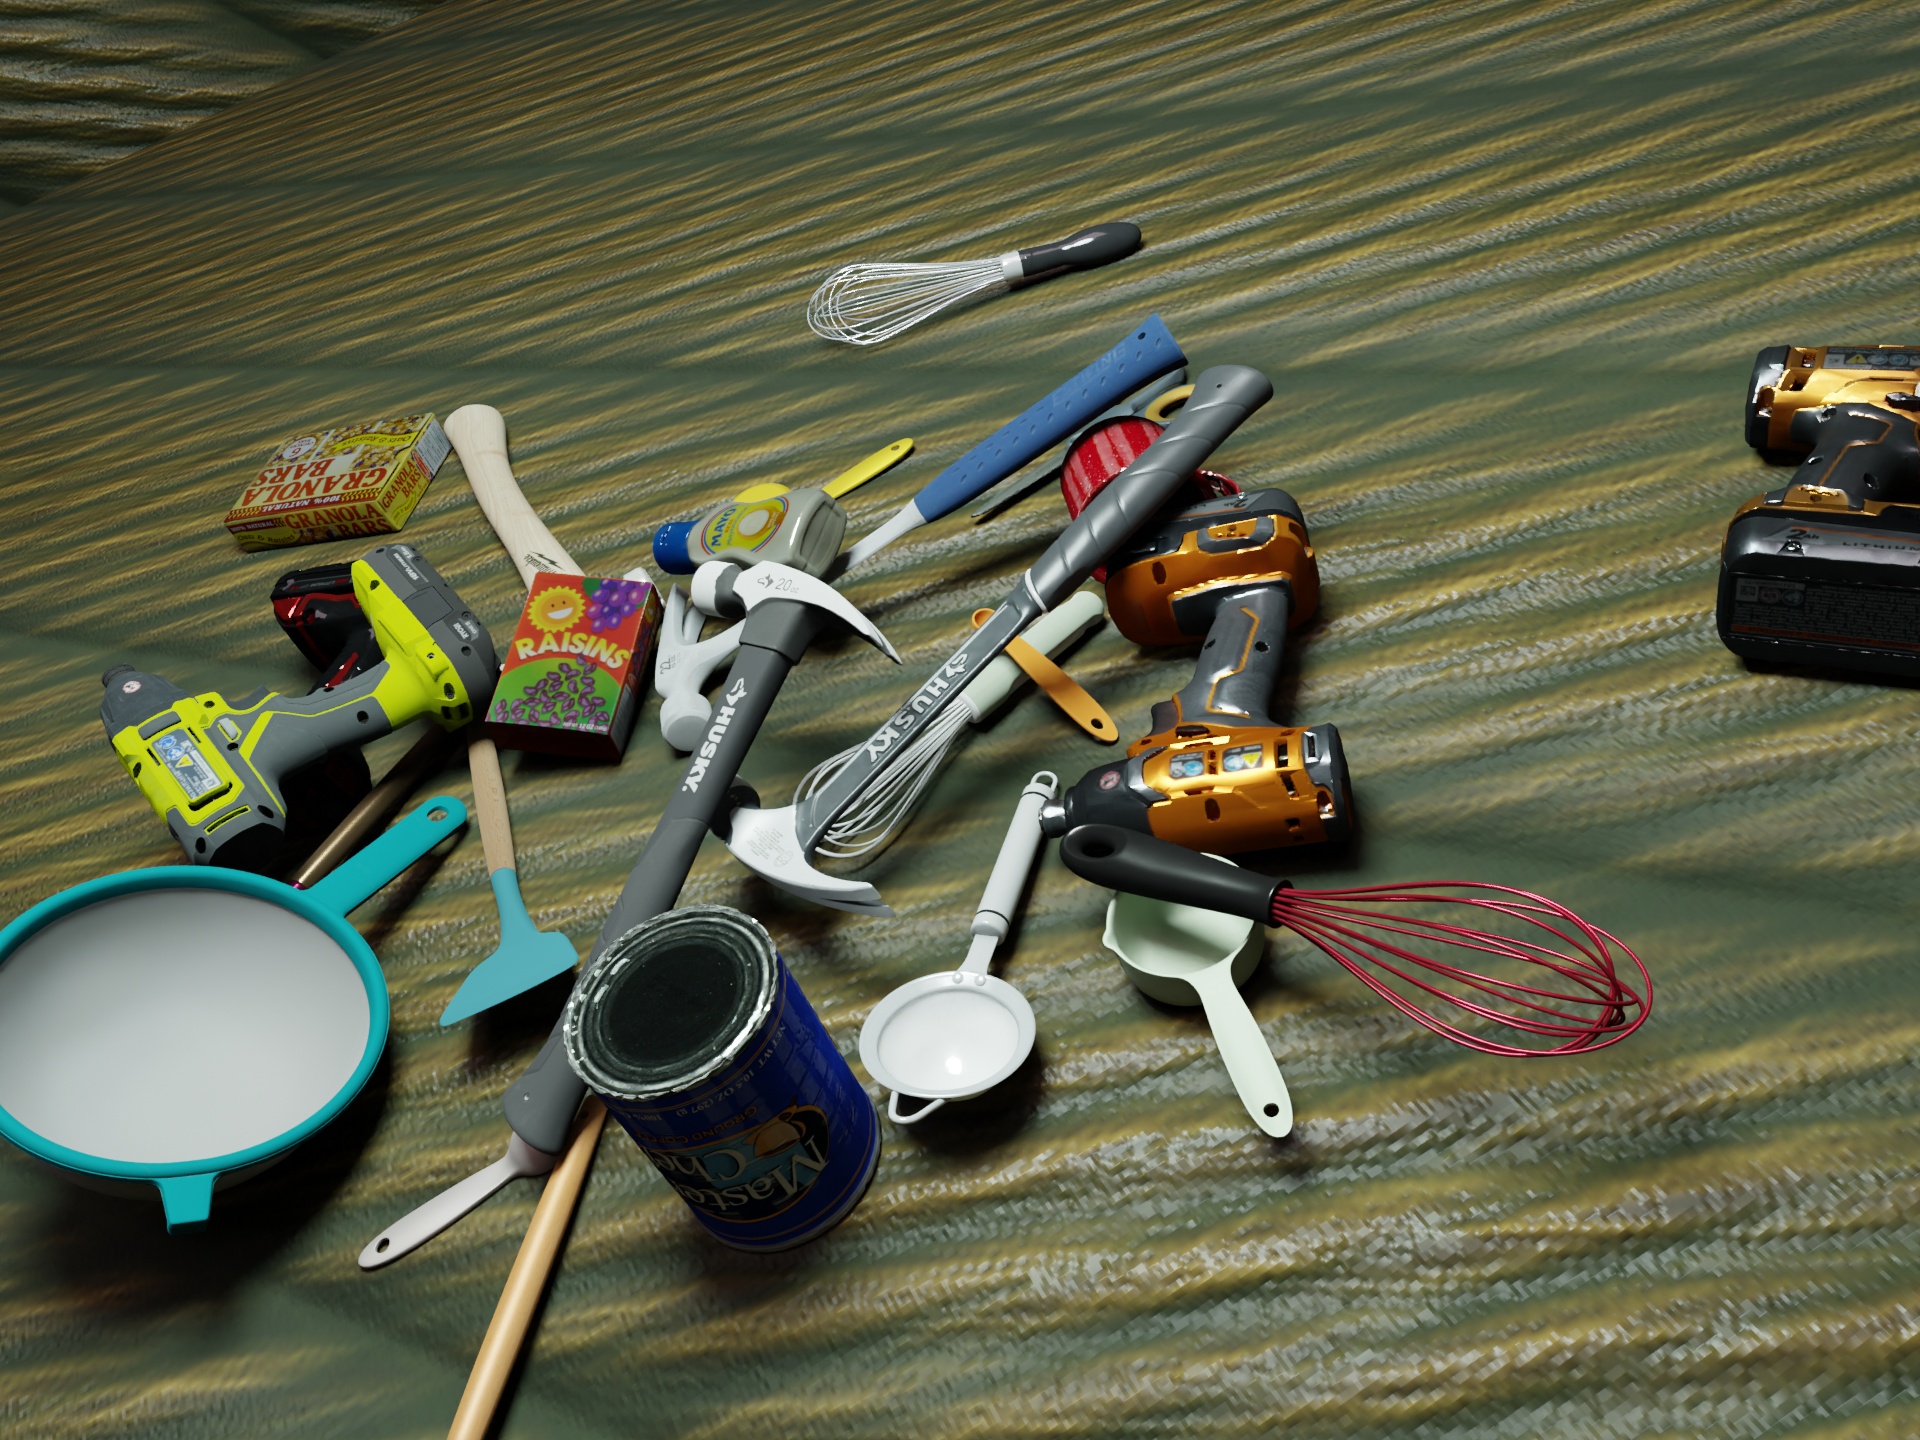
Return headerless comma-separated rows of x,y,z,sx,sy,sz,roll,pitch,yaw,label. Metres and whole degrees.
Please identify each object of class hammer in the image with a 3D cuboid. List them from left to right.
-0.362,-0.153,1.268,0.146,0.038,0.411,-32,42,-8,hammer
-0.149,0.068,0.846,0.146,0.035,0.335,13,72,37,hammer
-0.036,-0.134,1.035,0.405,0.035,0.144,-33,39,12,hammer
0.033,-0.058,0.892,0.409,0.036,0.149,-45,47,-11,hammer

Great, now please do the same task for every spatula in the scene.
-0.217,0.316,0.732,0.081,0.041,0.323,-6,40,18,spatula
-0.292,0.073,0.995,0.082,0.044,0.318,-25,42,-4,spatula

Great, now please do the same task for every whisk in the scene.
-0.002,-0.003,0.955,0.246,0.057,0.059,-39,79,-22,whisk
0.011,-0.366,1.314,0.284,0.070,0.070,-14,42,3,whisk
0.162,0.088,0.722,0.296,0.073,0.073,13,53,41,whisk

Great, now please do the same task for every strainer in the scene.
-0.407,0.158,0.928,0.211,0.095,0.340,29,34,8,strainer
0.015,0.115,0.825,0.087,0.050,0.259,4,42,19,strainer

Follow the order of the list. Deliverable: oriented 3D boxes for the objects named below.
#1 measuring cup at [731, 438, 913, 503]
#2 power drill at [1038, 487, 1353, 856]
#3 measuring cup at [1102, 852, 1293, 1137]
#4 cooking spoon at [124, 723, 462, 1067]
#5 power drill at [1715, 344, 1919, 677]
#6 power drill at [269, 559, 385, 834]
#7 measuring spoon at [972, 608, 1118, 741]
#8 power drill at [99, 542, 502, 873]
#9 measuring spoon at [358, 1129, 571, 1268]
-0.105,-0.178,1.184,0.156,0.029,0.062,-32,43,-8,measuring cup
0.127,-0.020,0.887,0.164,0.084,0.227,-10,47,17,power drill
0.124,0.136,0.759,0.083,0.038,0.168,-21,44,1,measuring cup
-0.411,0.090,1.030,0.017,0.068,0.319,-26,24,45,cooking spoon
0.502,-0.122,0.832,0.185,0.084,0.226,9,46,29,power drill
-0.468,-0.011,1.141,0.143,0.078,0.220,-7,47,17,power drill
0.049,-0.025,0.944,0.117,0.011,0.021,44,52,17,measuring spoon
-0.429,-0.017,1.035,0.223,0.080,0.171,-34,66,-27,power drill
-0.260,0.243,0.826,0.124,0.018,0.034,-33,43,-10,measuring spoon
